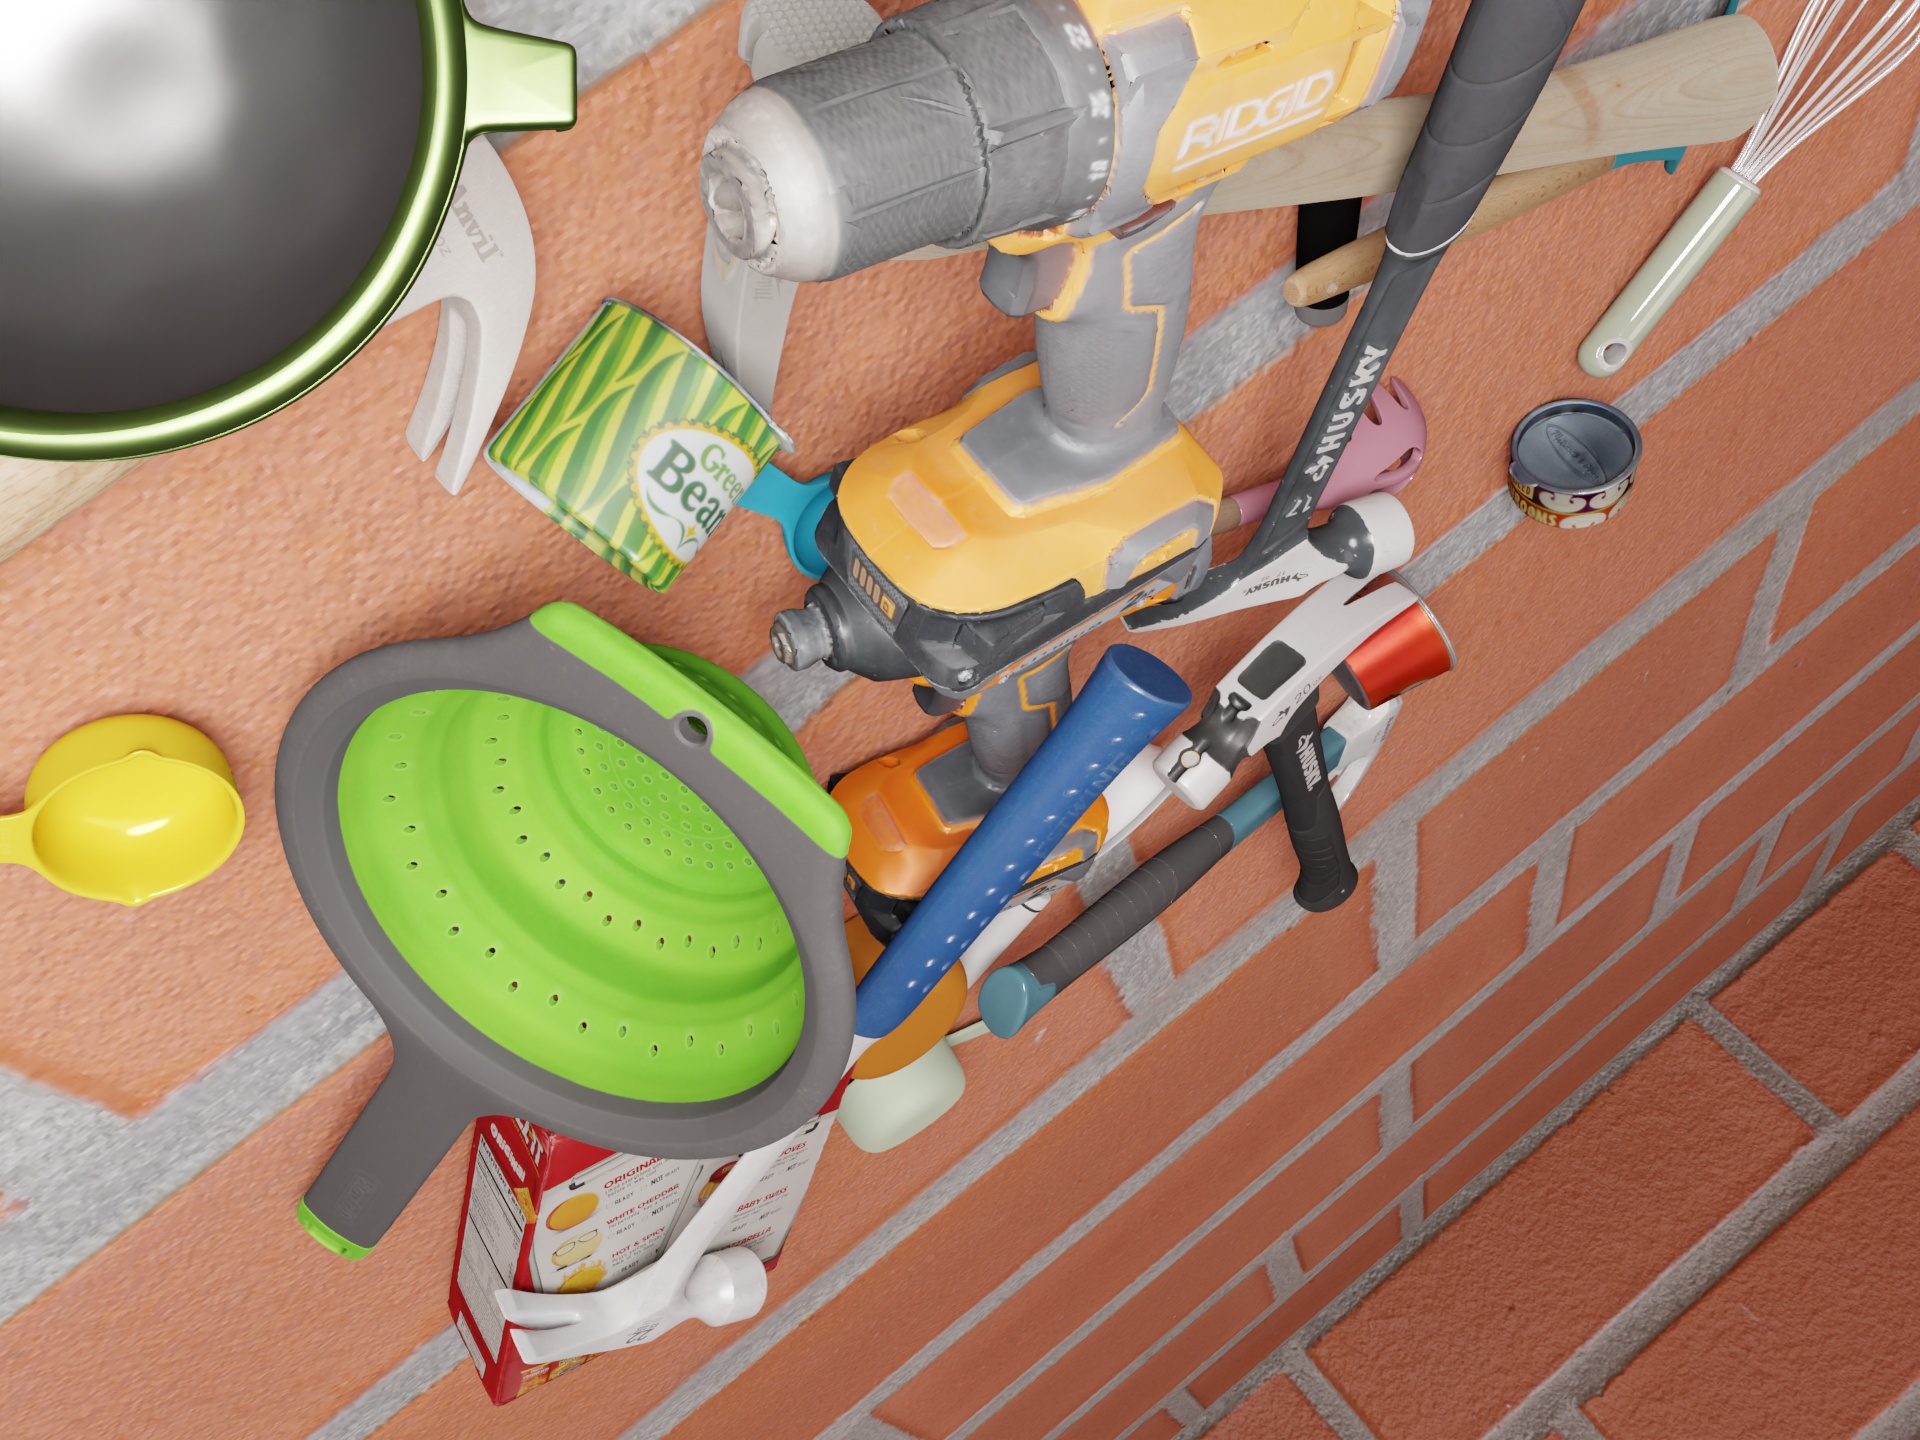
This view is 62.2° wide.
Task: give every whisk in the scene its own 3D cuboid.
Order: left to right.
[{"bbox_3d":[0.393,-0.277,0.792,0.057,0.059,0.246,24,120,-16],"label":"whisk"}]

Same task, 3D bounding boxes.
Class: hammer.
[{"bbox_3d":[-0.249,-0.043,0.385,0.331,0.031,0.129,-37,147,-8],"label":"hammer"},{"bbox_3d":[-0.047,0.131,0.646,0.144,0.035,0.405,6,128,-49],"label":"hammer"},{"bbox_3d":[0.139,0.071,0.901,0.331,0.033,0.128,-33,149,-28],"label":"hammer"},{"bbox_3d":[0.113,-0.182,0.531,0.410,0.038,0.146,-15,153,-24],"label":"hammer"},{"bbox_3d":[0.191,0.036,0.862,0.146,0.035,0.334,-46,152,-5],"label":"hammer"},{"bbox_3d":[0.147,-0.154,0.538,0.149,0.036,0.408,-19,155,-16],"label":"hammer"}]

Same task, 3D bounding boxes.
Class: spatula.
[{"bbox_3d":[0.239,-0.229,0.656,0.317,0.044,0.082,-29,148,-27],"label":"spatula"}]

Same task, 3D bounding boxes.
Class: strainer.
[{"bbox_3d":[-0.207,-0.089,0.309,0.151,0.069,0.256,43,91,-17],"label":"strainer"},{"bbox_3d":[0.041,0.086,0.842,0.258,0.050,0.087,-50,-178,23],"label":"strainer"}]

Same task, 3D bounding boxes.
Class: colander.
[{"bbox_3d":[-0.156,0.089,0.582,0.397,0.204,0.094,-48,-174,39],"label":"colander"}]

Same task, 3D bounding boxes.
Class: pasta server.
[{"bbox_3d":[0.094,-0.090,0.707,0.316,0.040,0.060,-19,142,-25],"label":"pasta server"}]

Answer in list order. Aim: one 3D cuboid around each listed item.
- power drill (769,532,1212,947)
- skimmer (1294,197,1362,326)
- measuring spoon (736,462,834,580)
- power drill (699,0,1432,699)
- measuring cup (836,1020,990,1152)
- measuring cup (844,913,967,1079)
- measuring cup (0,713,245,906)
[{"bbox_3d":[-0.001,-0.002,0.631,0.164,0.084,0.226,-19,148,-22],"label":"power drill"},{"bbox_3d":[0.143,-0.252,0.501,0.127,0.090,0.362,-21,145,-8],"label":"skimmer"},{"bbox_3d":[-0.075,-0.085,0.543,0.128,0.021,0.042,24,106,-46],"label":"measuring spoon"},{"bbox_3d":[0.014,-0.101,0.424,0.185,0.084,0.226,-29,157,-26],"label":"power drill"},{"bbox_3d":[0.000,0.204,0.929,0.167,0.038,0.083,-16,153,-42],"label":"measuring cup"},{"bbox_3d":[-0.024,0.110,0.787,0.095,0.052,0.173,-10,138,-41],"label":"measuring cup"},{"bbox_3d":[-0.285,0.025,0.442,0.156,0.029,0.062,-1,131,-31],"label":"measuring cup"}]
